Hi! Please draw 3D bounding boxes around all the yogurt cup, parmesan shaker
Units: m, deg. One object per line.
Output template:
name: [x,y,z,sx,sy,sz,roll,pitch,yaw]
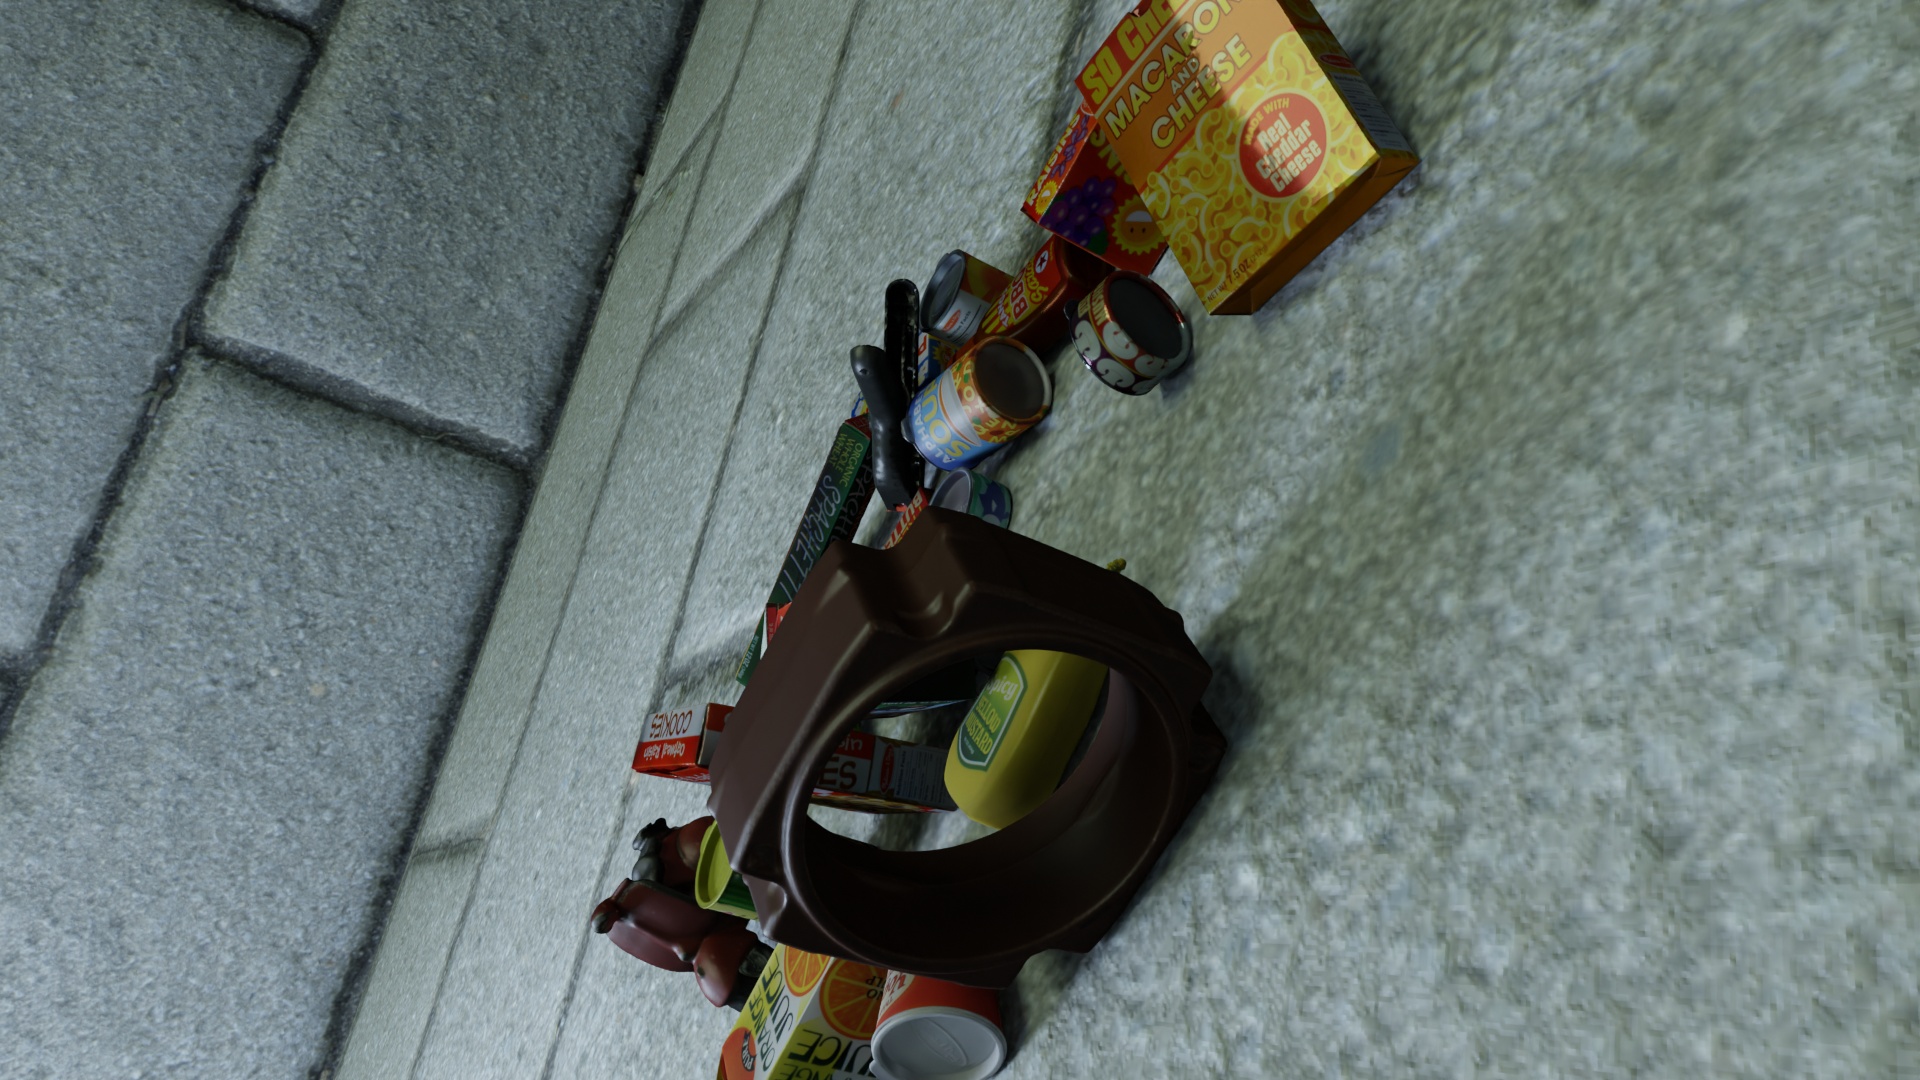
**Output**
yogurt cup: [-0.010,0.240,0.713,0.072,0.072,0.054,-53,20,30]
parmesan shaker: [-0.109,0.212,0.887,0.071,0.103,0.072,-45,33,41]

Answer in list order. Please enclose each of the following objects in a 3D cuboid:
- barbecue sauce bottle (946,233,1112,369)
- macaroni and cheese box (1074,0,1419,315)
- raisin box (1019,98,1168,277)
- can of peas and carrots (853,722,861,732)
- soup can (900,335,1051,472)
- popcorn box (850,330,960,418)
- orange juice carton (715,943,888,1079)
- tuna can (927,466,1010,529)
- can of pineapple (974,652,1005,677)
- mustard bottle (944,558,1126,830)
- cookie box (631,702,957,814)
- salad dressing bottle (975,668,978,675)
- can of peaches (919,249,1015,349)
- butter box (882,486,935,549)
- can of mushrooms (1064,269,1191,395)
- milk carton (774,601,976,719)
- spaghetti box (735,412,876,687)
barbecue sauce bottle: [0.044,-0.152,0.954,0.148,0.043,0.065,-41,37,45]
macaroni and cheese box: [0.142,-0.221,0.723,0.123,0.040,0.167,-43,65,42]
raisin box: [0.105,-0.233,0.845,0.123,0.086,0.040,-59,27,19]
can of peas and carrots: [-0.101,0.138,0.979,0.070,0.071,0.059,-52,28,31]
soup can: [0.010,-0.091,0.939,0.083,0.071,0.071,-33,41,51]
popcorn box: [-0.042,-0.113,1.104,0.126,0.038,0.085,-46,32,39]
orange juice carton: [-0.080,0.283,0.806,0.192,0.072,0.073,-62,24,11]
tuna can: [0.003,-0.012,0.932,0.070,0.033,0.071,-45,32,40]
can of pineapple: [0.019,0.044,0.813,0.071,0.071,0.058,-67,24,2]
mustard bottle: [0.046,0.077,0.751,0.160,0.049,0.065,-63,26,10]
cookie box: [-0.102,0.138,0.854,0.122,0.167,0.040,-20,58,59]
salad dressing bottle: [-0.040,0.056,0.922,0.148,0.044,0.064,30,110,53]
can of peaches: [0.010,-0.175,1.026,0.071,0.058,0.071,-46,32,40]
butter box: [-0.039,0.017,1.005,0.103,0.024,0.053,-58,27,21]
can of mushrooms: [0.095,-0.120,0.790,0.033,0.071,0.071,-39,37,44]
milk carton: [-0.060,0.067,0.821,0.190,0.072,0.073,152,117,-66]
spaghetti box: [-0.114,0.013,1.092,0.050,0.029,0.249,-25,-35,-60]
